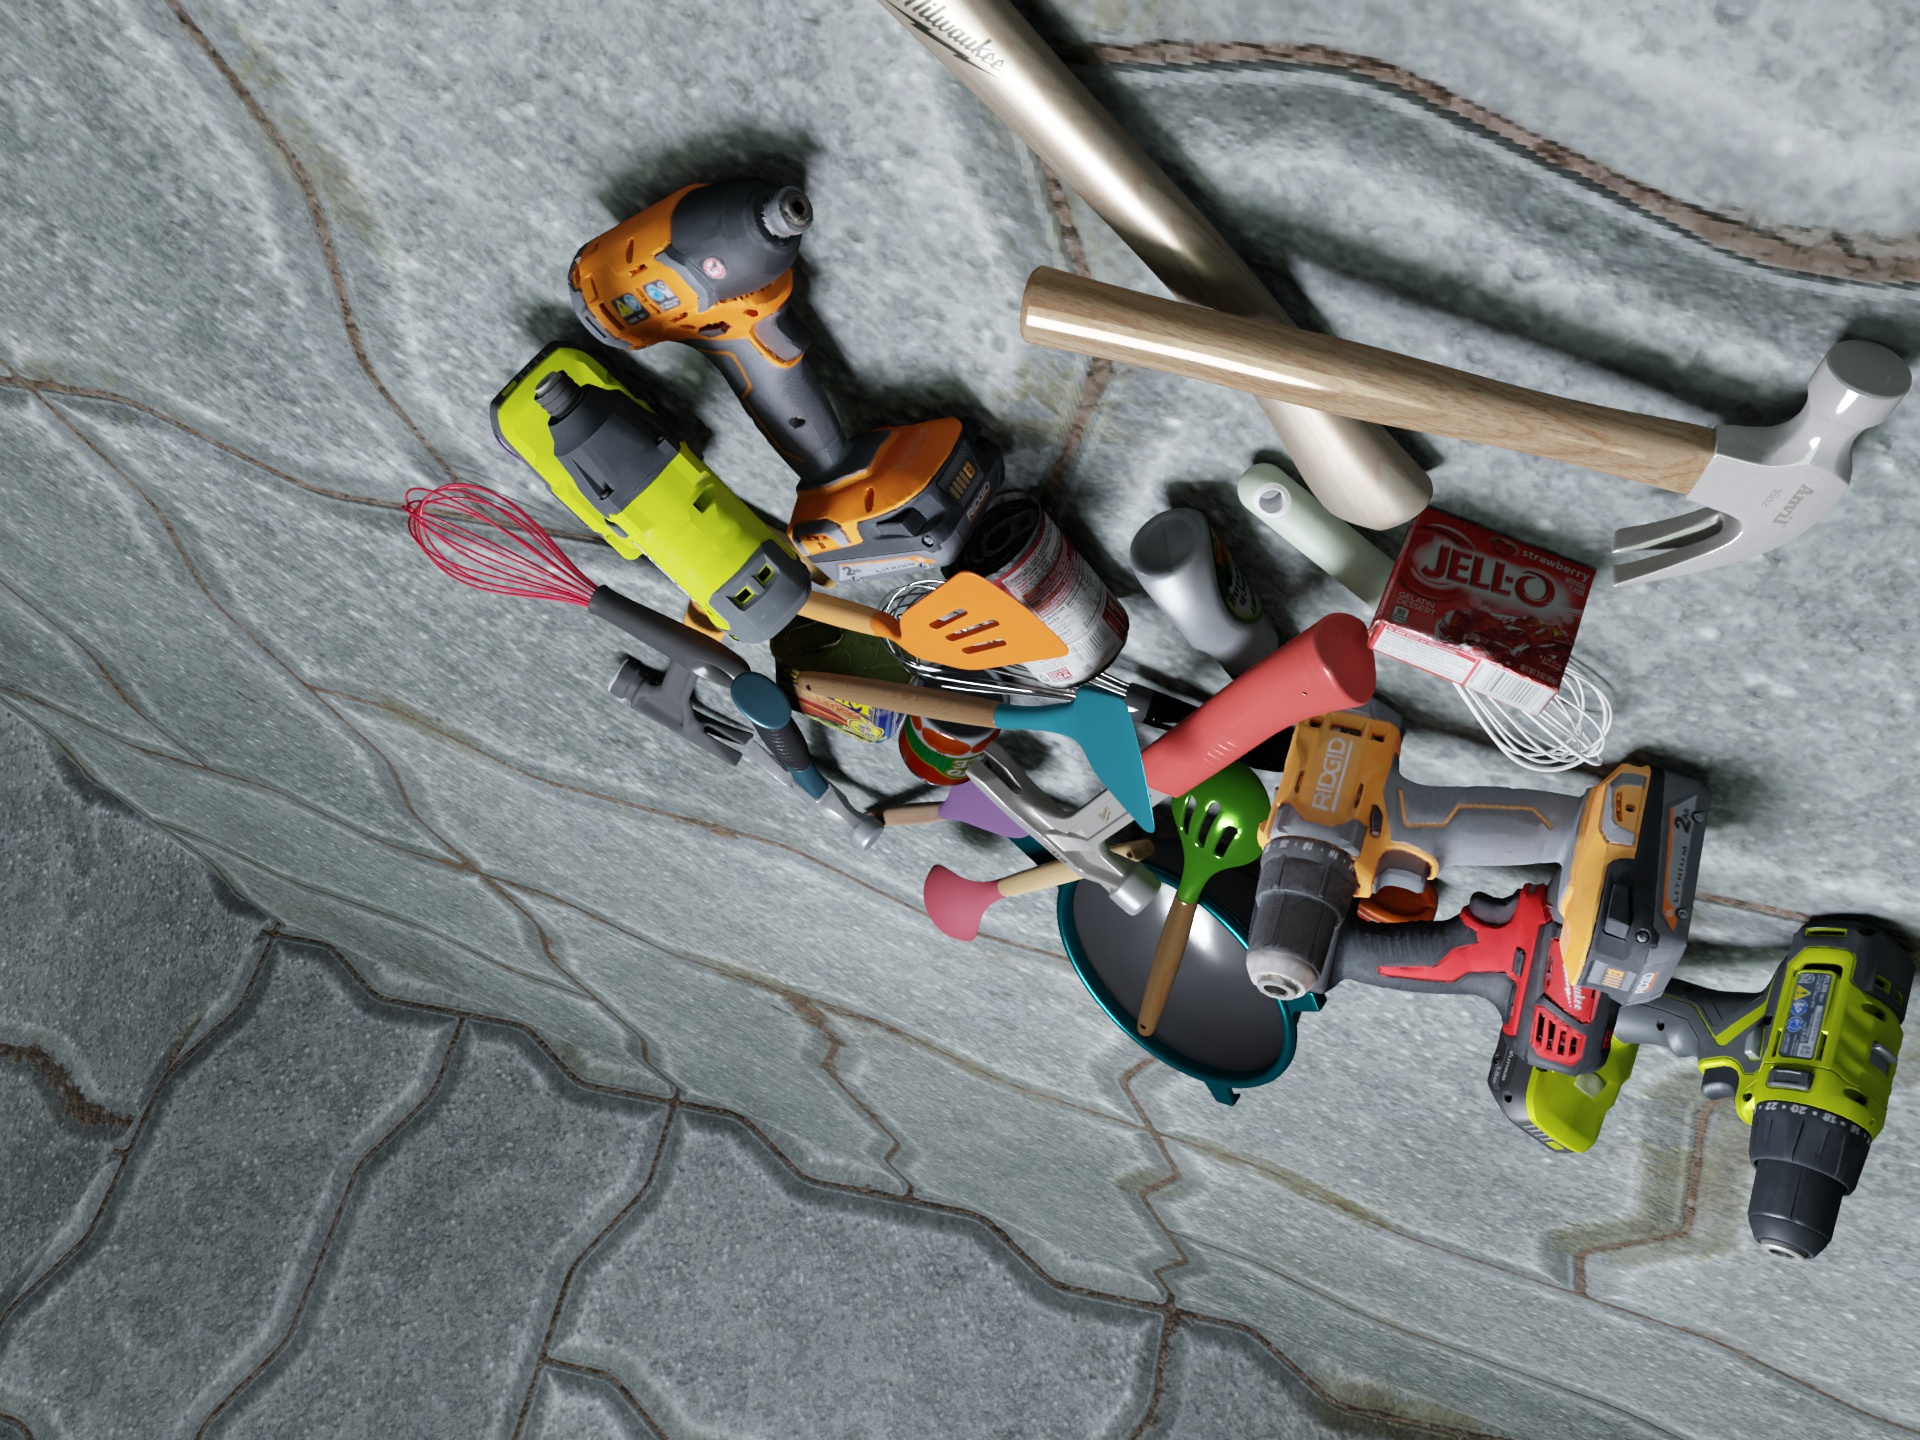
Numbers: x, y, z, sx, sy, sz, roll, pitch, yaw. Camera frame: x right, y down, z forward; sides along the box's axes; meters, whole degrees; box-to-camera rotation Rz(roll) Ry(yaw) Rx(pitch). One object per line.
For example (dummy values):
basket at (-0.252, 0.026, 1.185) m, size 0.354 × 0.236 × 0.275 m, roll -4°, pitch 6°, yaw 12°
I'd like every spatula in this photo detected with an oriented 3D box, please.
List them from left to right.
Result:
spatula at (-0.053, -0.069, 0.963) m, size 0.081 × 0.041 × 0.323 m, roll 36°, pitch 172°, yaw -30°
spatula at (-0.019, 0.074, 1.264) m, size 0.059 × 0.018 × 0.316 m, roll 48°, pitch 159°, yaw -13°
spatula at (-0.002, -0.003, 0.961) m, size 0.318 × 0.044 × 0.082 m, roll 10°, pitch 124°, yaw 44°

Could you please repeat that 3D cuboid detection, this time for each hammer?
hammer at (-0.193, -0.057, 1.209) m, size 0.127 × 0.034 × 0.336 m, roll 31°, pitch 154°, yaw -5°
hammer at (-0.127, 0.025, 1.210) m, size 0.128 × 0.033 × 0.331 m, roll 39°, pitch 170°, yaw 11°
hammer at (0.073, -0.219, 0.646) m, size 0.410 × 0.038 × 0.146 m, roll 39°, pitch 151°, yaw -27°
hammer at (0.119, 0.016, 0.911) m, size 0.149 × 0.037 × 0.359 m, roll 42°, pitch 153°, yaw 0°
hammer at (0.186, -0.132, 0.651) m, size 0.331 × 0.031 × 0.130 m, roll 15°, pitch 148°, yaw 7°

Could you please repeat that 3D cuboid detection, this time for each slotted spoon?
slotted spoon at (0.152, 0.135, 1.085) m, size 0.070 × 0.031 × 0.313 m, roll 36°, pitch 146°, yaw 22°

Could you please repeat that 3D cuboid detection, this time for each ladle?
ladle at (0.049, 0.123, 1.200) m, size 0.315 × 0.031 × 0.069 m, roll -26°, pitch 90°, yaw 57°

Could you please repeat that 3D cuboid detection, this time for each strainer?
strainer at (0.135, 0.124, 1.207) m, size 0.340 × 0.095 × 0.210 m, roll 42°, pitch 146°, yaw 16°

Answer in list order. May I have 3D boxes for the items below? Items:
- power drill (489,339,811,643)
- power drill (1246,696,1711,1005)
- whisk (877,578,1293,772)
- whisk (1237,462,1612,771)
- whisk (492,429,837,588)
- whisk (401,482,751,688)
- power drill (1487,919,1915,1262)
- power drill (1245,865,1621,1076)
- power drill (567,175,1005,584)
power drill at (-0.183, -0.139, 0.883) m, size 0.171 × 0.080 × 0.223 m, roll 46°, pitch 176°, yaw -31°
power drill at (0.275, 0.088, 0.875) m, size 0.226 × 0.185 × 0.084 m, roll 13°, pitch 151°, yaw 19°
whisk at (0.080, -0.021, 1.003) m, size 0.284 × 0.070 × 0.070 m, roll 20°, pitch 155°, yaw 3°
whisk at (0.237, -0.052, 0.808) m, size 0.246 × 0.059 × 0.057 m, roll 36°, pitch 117°, yaw -12°
whisk at (-0.188, -0.149, 1.033) m, size 0.245 × 0.051 × 0.047 m, roll 25°, pitch 179°, yaw -8°
whisk at (-0.279, -0.097, 1.153) m, size 0.296 × 0.073 × 0.073 m, roll 28°, pitch 155°, yaw 9°
power drill at (0.440, 0.215, 0.960) m, size 0.080 × 0.191 × 0.228 m, roll 35°, pitch 158°, yaw -24°
power drill at (0.300, 0.122, 0.987) m, size 0.220 × 0.143 × 0.078 m, roll 13°, pitch -167°, yaw 25°
power drill at (-0.079, -0.177, 0.821) m, size 0.164 × 0.084 × 0.226 m, roll -5°, pitch 137°, yaw 48°
